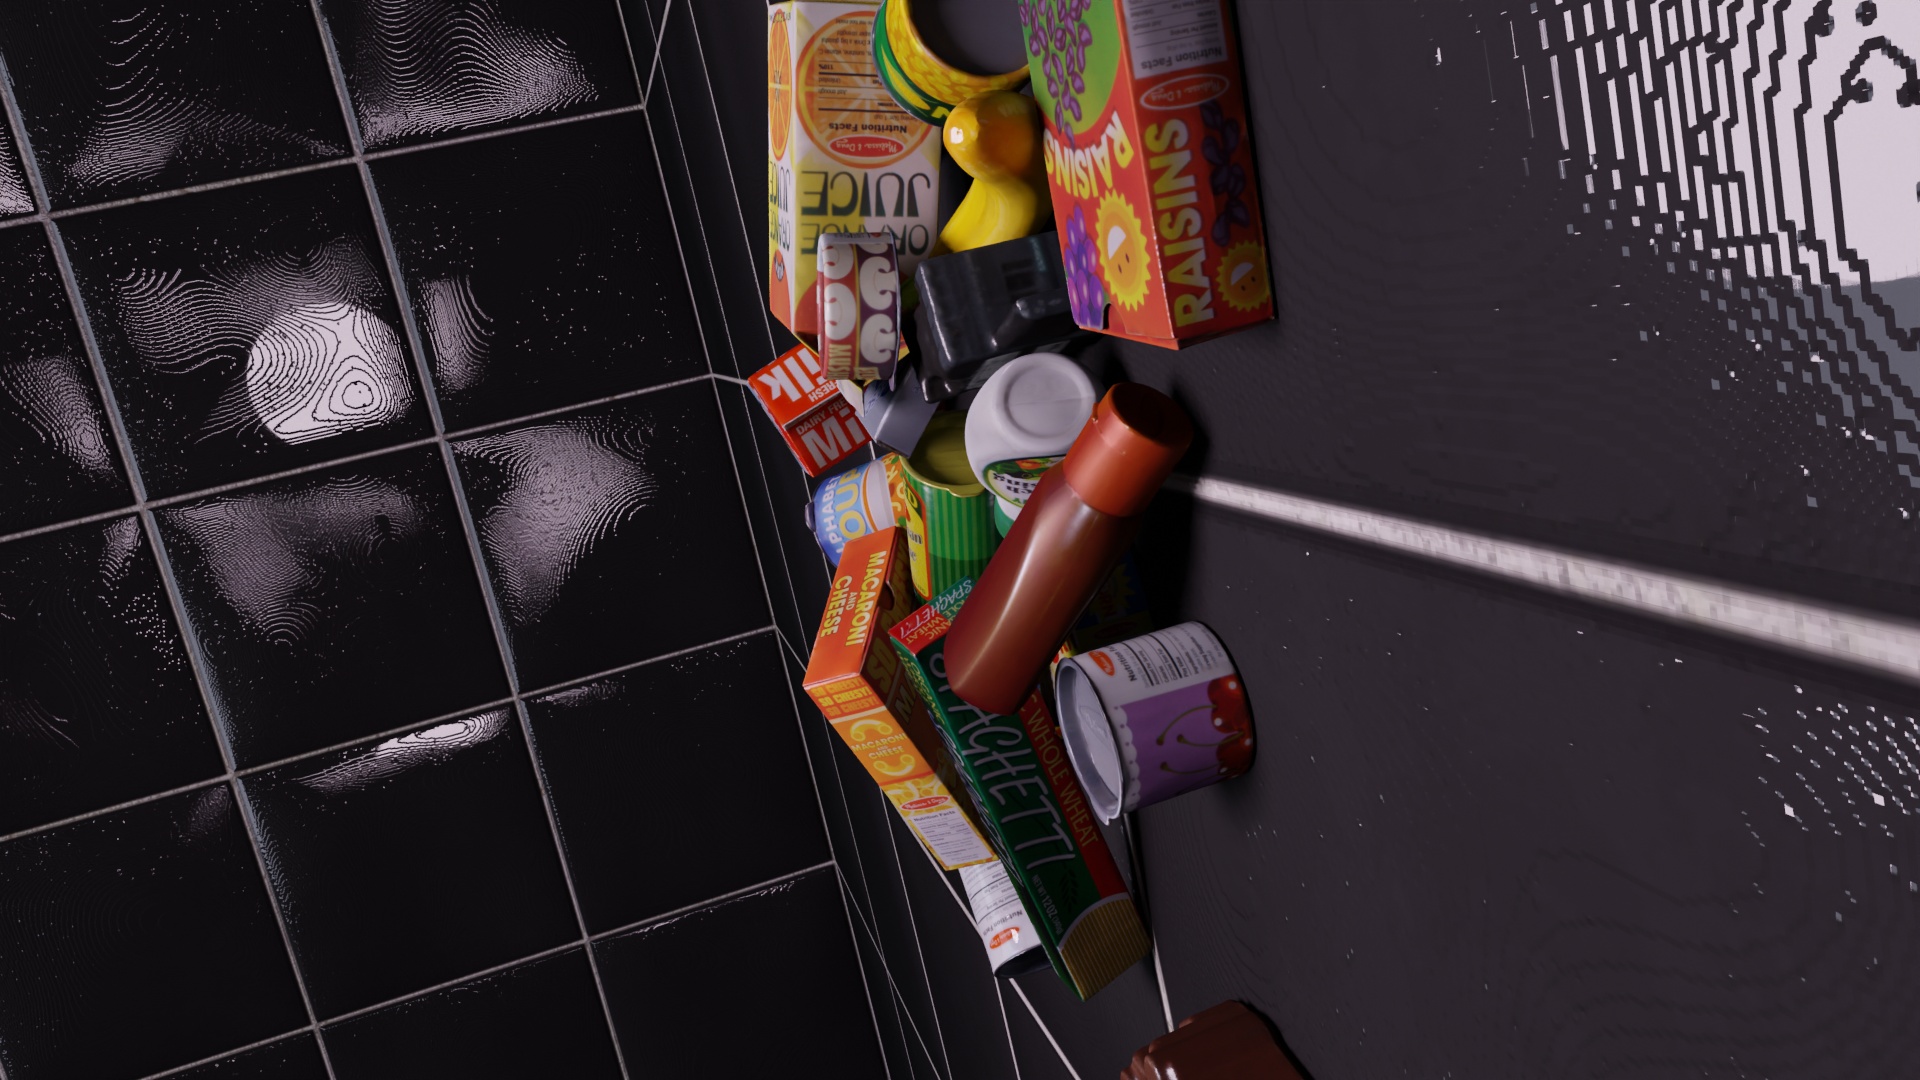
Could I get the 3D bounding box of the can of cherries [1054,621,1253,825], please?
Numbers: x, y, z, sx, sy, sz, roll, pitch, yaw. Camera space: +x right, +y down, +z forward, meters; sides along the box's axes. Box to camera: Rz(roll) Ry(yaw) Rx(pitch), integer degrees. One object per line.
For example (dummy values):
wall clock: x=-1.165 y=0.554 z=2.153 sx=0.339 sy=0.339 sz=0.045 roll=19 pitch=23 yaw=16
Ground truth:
can of cherries: x=0.077 y=0.073 z=0.558 sx=0.071 sy=0.058 sz=0.071 roll=166 pitch=89 yaw=-76

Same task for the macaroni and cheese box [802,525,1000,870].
macaroni and cheese box: x=-0.022 y=0.092 z=0.816 sx=0.166 sy=0.040 sz=0.124 roll=58 pitch=-153 yaw=-32

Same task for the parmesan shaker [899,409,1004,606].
parmesan shaker: x=0.003 y=-0.010 z=0.760 sx=0.071 sy=0.071 sz=0.102 roll=-118 pitch=18 yaw=-45

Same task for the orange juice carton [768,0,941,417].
orange juice carton: x=-0.053 y=-0.161 z=0.678 sx=0.072 sy=0.073 sz=0.192 roll=-132 pitch=42 yaw=-65

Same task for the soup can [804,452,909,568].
soup can: x=-0.041 y=-0.020 z=0.851 sx=0.083 sy=0.071 sz=0.071 roll=-21 pitch=83 yaw=34

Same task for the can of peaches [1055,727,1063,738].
can of peaches: x=0.031 y=0.087 z=0.776 sx=0.071 sy=0.058 sz=0.071 roll=166 pitch=89 yaw=-77

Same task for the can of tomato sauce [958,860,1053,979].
can of tomato sauce: x=0.040 y=0.226 z=0.885 sx=0.070 sy=0.071 sz=0.083 roll=95 pitch=157 yaw=-57

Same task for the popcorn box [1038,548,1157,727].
popcorn box: x=0.055 y=0.043 z=0.665 sx=0.126 sy=0.038 sz=0.085 roll=135 pitch=119 yaw=-76

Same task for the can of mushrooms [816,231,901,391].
can of mushrooms: x=-0.046 y=-0.102 z=0.619 sx=0.071 sy=0.033 sz=0.071 roll=180 pitch=88 yaw=-81

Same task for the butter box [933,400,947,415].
butter box: x=-0.017 y=-0.046 z=0.905 sx=0.053 sy=0.024 sz=0.103 roll=-162 pitch=58 yaw=-76

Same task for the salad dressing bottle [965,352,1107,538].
salad dressing bottle: x=0.035 y=-0.034 z=0.624 sx=0.147 sy=0.064 sz=0.044 roll=87 pitch=176 yaw=-73

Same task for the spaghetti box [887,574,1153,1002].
spaghetti box: x=0.035 y=0.130 z=0.690 sx=0.029 sy=0.050 sz=0.249 roll=32 pitch=151 yaw=56

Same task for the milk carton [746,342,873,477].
milk carton: x=-0.085 y=-0.089 z=0.872 sx=0.073 sy=0.072 sz=0.190 roll=57 pitch=174 yaw=-9

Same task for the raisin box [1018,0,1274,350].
raisin box: x=0.058 y=-0.129 z=0.450 sx=0.086 sy=0.040 sz=0.123 roll=-145 pitch=40 yaw=-69

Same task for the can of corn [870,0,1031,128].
can of corn: x=0.004 y=-0.199 z=0.544 sx=0.058 sy=0.071 sz=0.071 roll=-175 pitch=70 yaw=-76

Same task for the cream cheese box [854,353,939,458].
cream cheese box: x=-0.018 y=-0.098 z=0.716 sx=0.103 sy=0.024 sz=0.053 roll=-61 pitch=24 yaw=9

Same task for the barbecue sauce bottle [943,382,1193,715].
barbecue sauce bottle: x=0.041 y=0.003 z=0.553 sx=0.065 sy=0.044 sz=0.147 roll=-76 pitch=13 yaw=-50
